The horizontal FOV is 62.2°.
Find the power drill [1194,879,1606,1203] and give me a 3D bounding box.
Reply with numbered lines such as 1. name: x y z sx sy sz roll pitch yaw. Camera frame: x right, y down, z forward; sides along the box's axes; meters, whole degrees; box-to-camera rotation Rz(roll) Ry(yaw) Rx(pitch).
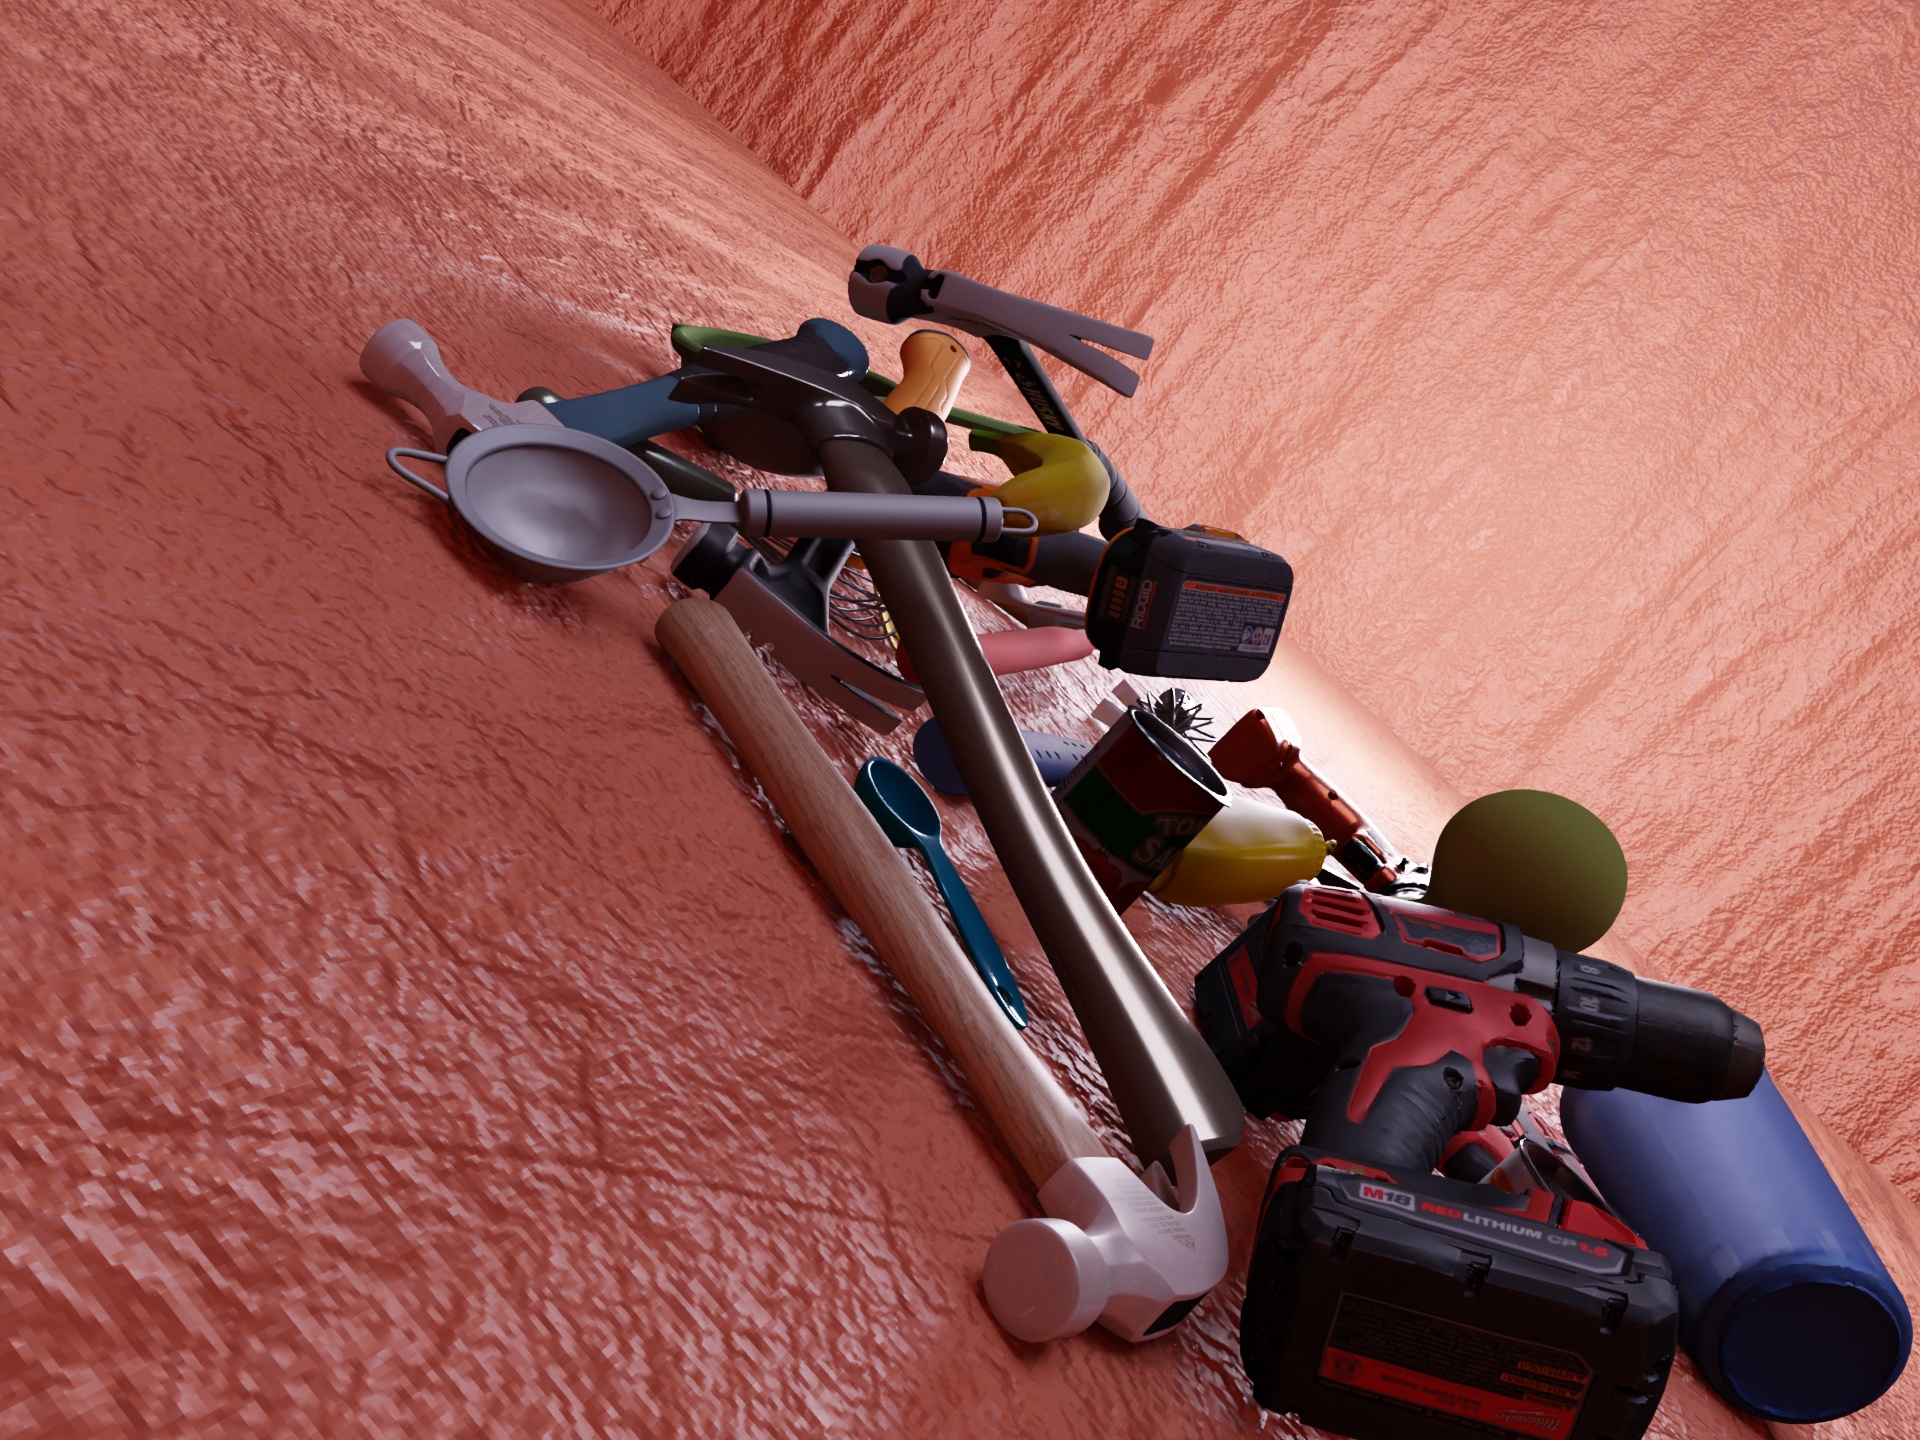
1. power drill: 0.215 0.186 0.731 0.219 0.078 0.143 42 14 -11

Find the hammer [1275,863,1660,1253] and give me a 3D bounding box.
1. hammer: 0.290 0.197 0.961 0.146 0.035 0.335 21 24 -51

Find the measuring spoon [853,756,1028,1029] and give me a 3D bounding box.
1. measuring spoon: -0.010 0.069 0.618 0.042 0.021 0.129 22 33 -54

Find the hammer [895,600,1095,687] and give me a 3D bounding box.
1. hammer: 0.061 -0.044 0.992 0.149 0.036 0.359 12 9 20

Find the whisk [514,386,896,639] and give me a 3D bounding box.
1. whisk: -0.114 -0.104 0.801 0.246 0.059 0.058 25 -15 -37

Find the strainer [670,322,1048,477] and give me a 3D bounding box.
1. strainer: -0.062 -0.180 0.998 0.256 0.069 0.152 11 19 -22

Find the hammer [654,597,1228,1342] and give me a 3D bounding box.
1. hammer: -0.022 0.066 0.553 0.130 0.031 0.332 22 24 -52

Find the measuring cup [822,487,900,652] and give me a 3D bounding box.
1. measuring cup: -0.057 -0.084 0.938 0.062 0.029 0.157 33 28 -38

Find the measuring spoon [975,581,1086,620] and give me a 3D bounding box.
1. measuring spoon: 0.063 -0.077 1.024 0.124 0.018 0.034 16 11 37

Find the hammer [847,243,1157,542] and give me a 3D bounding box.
1. hammer: 0.071 -0.163 0.935 0.149 0.036 0.408 21 -3 19

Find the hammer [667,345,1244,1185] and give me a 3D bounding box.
1. hammer: -0.001 -0.002 0.658 0.146 0.038 0.411 9 44 -43

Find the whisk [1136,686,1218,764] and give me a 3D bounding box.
1. whisk: 0.131 0.001 0.967 0.055 0.055 0.239 42 10 3

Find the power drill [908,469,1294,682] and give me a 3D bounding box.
1. power drill: 0.055 -0.091 0.910 0.164 0.084 0.227 2 17 -45

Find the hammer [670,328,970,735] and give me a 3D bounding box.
1. hammer: -0.039 -0.125 0.836 0.127 0.034 0.337 38 34 -12

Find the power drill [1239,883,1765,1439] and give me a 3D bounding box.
1. power drill: 0.191 0.144 0.550 0.188 0.080 0.227 12 28 11

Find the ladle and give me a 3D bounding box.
1. ladle: 0.213 0.087 0.786 0.078 0.062 0.320 44 -14 -1

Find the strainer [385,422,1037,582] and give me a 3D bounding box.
1. strainer: -0.089 -0.080 0.627 0.258 0.050 0.087 -1 46 -19

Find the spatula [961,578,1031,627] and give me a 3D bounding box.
1. spatula: -0.034 -0.153 1.140 0.317 0.044 0.082 36 9 -22

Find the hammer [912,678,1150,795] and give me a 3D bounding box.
1. hammer: 0.075 0.023 0.922 0.144 0.035 0.405 47 16 20

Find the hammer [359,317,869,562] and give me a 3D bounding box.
1. hammer: -0.131 -0.158 0.770 0.128 0.033 0.331 45 30 2
